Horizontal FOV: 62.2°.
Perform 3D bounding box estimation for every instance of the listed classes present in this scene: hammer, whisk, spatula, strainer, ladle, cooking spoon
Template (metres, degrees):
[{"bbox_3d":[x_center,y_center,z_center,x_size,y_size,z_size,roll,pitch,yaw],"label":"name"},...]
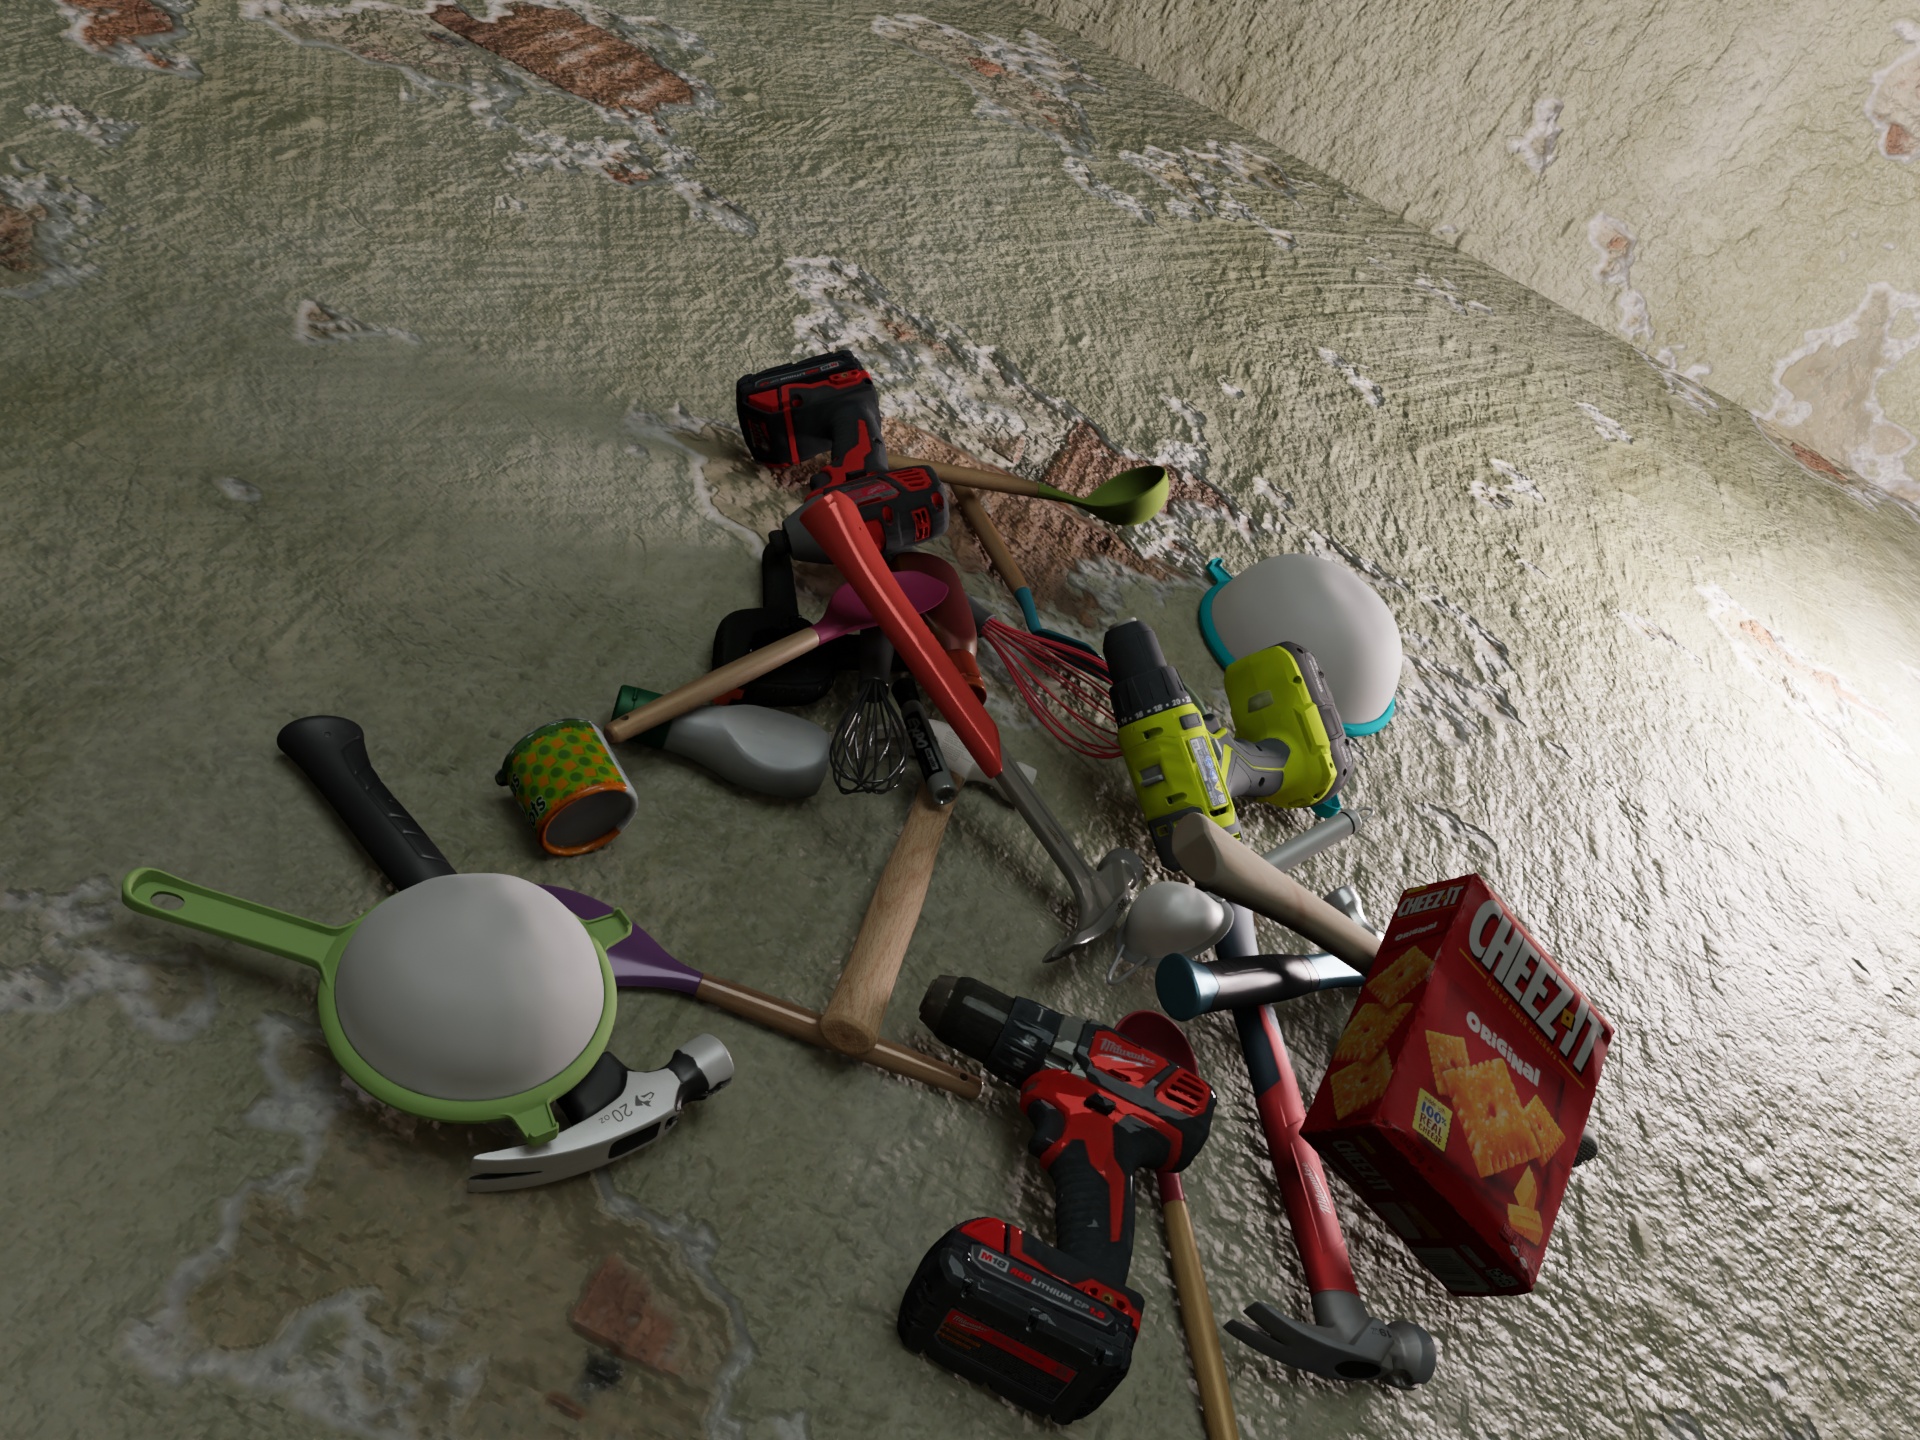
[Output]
[{"bbox_3d":[0.197,0.240,1.051,0.143,0.038,0.387,24,35,-26],"label":"hammer"},{"bbox_3d":[0.036,-0.065,1.299,0.296,0.073,0.073,39,38,20],"label":"whisk"},{"bbox_3d":[0.230,0.175,1.098,0.330,0.033,0.128,6,46,-52],"label":"hammer"},{"bbox_3d":[-0.132,0.165,0.951,0.316,0.018,0.060,23,40,-8],"label":"spatula"},{"bbox_3d":[0.333,-0.051,1.446,0.211,0.095,0.341,22,36,-11],"label":"strainer"},{"bbox_3d":[-0.061,-0.025,1.139,0.055,0.055,0.239,20,33,-13],"label":"whisk"},{"bbox_3d":[0.054,-0.134,1.398,0.082,0.044,0.318,41,16,-49],"label":"spatula"},{"bbox_3d":[0.048,-0.228,1.457,0.320,0.062,0.078,6,13,-24],"label":"ladle"},{"bbox_3d":[-0.123,-0.050,1.119,0.069,0.017,0.319,27,38,30],"label":"cooking spoon"},{"bbox_3d":[-0.036,0.099,1.064,0.130,0.031,0.331,26,33,-3],"label":"hammer"},{"bbox_3d":[-0.297,0.108,0.809,0.256,0.069,0.152,19,42,-7],"label":"strainer"},{"bbox_3d":[0.134,0.313,0.950,0.069,0.031,0.316,12,42,-19],"label":"ladle"},{"bbox_3d":[-0.002,-0.004,1.112,0.359,0.036,0.149,55,30,1],"label":"hammer"},{"bbox_3d":[0.300,0.170,1.120,0.410,0.038,0.146,34,32,-25],"label":"hammer"},{"bbox_3d":[0.203,0.113,1.145,0.258,0.050,0.087,-24,22,-26],"label":"strainer"},{"bbox_3d":[-0.284,0.114,0.887,0.146,0.035,0.335,-27,61,-40],"label":"hammer"}]

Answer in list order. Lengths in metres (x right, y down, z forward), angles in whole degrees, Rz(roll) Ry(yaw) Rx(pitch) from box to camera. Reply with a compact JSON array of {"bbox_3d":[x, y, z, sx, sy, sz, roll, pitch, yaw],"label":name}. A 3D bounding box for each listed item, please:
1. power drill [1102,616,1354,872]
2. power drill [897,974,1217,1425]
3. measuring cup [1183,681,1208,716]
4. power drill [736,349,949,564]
[{"bbox_3d":[0.205,0.004,1.251,0.228,0.080,0.190,-12,81,-48],"label":"power drill"},{"bbox_3d":[0.038,0.252,0.900,0.188,0.080,0.227,26,39,3],"label":"power drill"},{"bbox_3d":[0.170,0.043,1.286,0.083,0.038,0.168,18,55,-34],"label":"measuring cup"},{"bbox_3d":[-0.108,-0.208,1.306,0.143,0.078,0.220,-18,46,-11],"label":"power drill"}]
